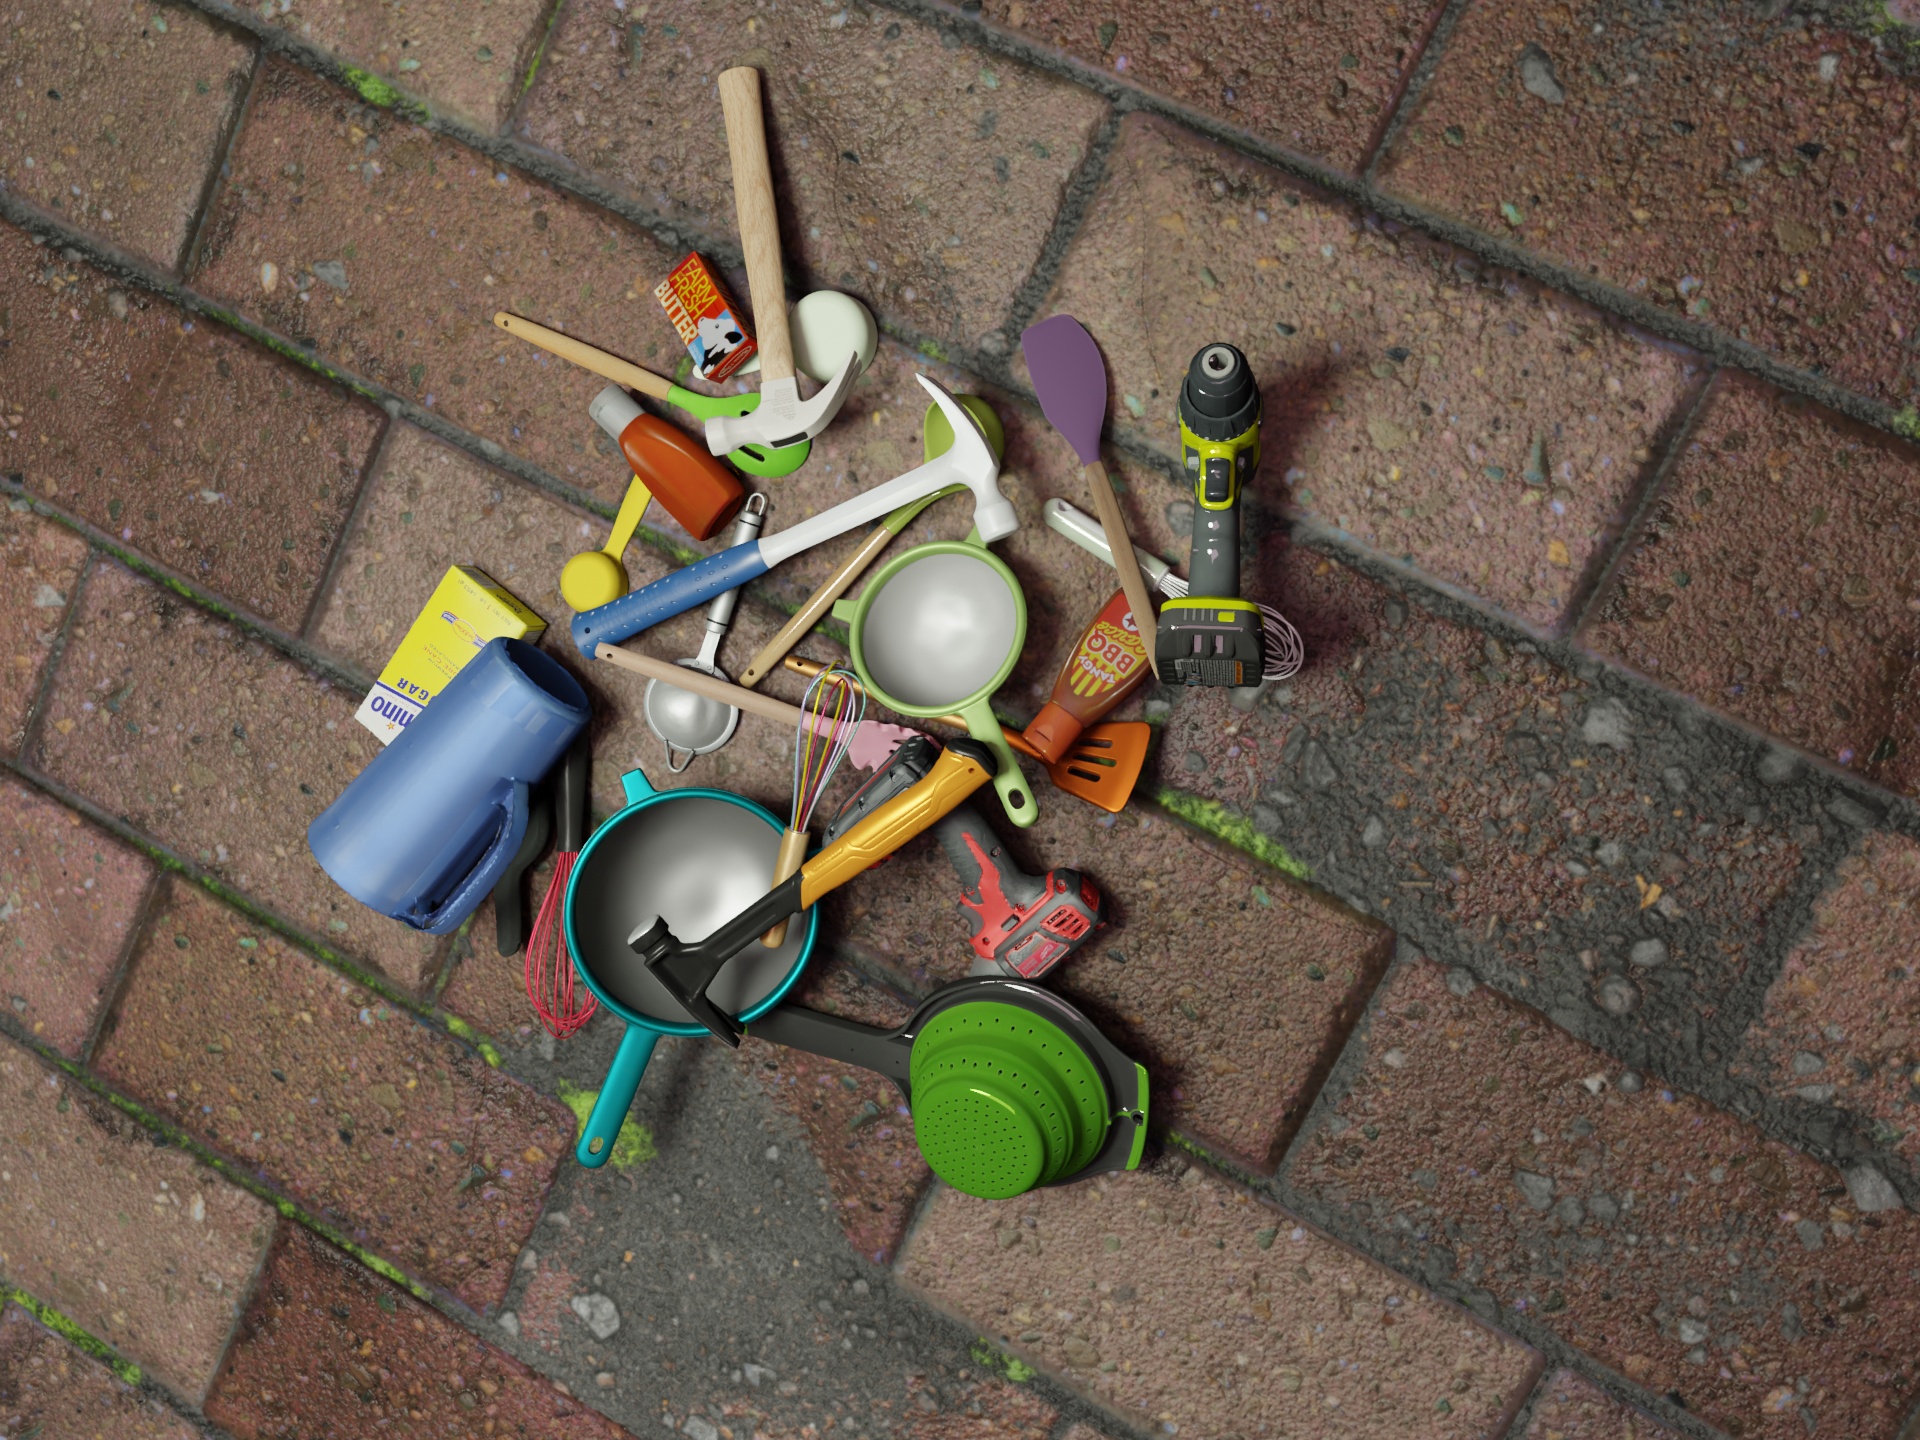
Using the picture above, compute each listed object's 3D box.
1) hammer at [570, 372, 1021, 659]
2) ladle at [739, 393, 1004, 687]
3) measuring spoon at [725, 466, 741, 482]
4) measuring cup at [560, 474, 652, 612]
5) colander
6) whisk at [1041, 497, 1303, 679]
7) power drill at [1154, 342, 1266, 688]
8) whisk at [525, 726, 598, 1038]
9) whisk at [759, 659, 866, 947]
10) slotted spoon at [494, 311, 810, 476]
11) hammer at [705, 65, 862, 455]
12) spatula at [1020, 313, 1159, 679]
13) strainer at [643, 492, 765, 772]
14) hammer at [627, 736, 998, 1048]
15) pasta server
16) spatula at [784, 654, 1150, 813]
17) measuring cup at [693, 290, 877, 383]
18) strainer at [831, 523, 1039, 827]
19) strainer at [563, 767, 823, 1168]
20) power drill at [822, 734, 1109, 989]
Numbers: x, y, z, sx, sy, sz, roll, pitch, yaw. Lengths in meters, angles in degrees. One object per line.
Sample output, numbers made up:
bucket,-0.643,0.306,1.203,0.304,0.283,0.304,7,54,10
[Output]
hammer,-0.154,-0.148,1.312,0.405,0.035,0.144,-21,87,21
ladle,-0.083,-0.143,1.327,0.320,0.062,0.078,-45,74,14
measuring spoon,-0.237,-0.235,1.384,0.117,0.011,0.021,32,125,12
measuring cup,-0.303,-0.164,1.394,0.062,0.029,0.156,29,100,10
colander,-0.047,0.303,1.316,0.397,0.094,0.204,11,116,19
whisk,0.168,-0.110,1.279,0.246,0.058,0.059,34,132,13
power drill,0.187,-0.150,1.169,0.080,0.190,0.228,2,80,10
whisk,-0.348,0.136,1.416,0.073,0.073,0.296,1,89,13
whisk,-0.125,0.069,1.300,0.051,0.047,0.245,12,99,-12
slotted spoon,-0.273,-0.291,1.379,0.314,0.031,0.070,25,110,12
hammer,-0.160,-0.384,1.306,0.130,0.031,0.331,-9,79,6
spatula,0.116,-0.182,1.271,0.060,0.018,0.316,-19,78,13
strainer,-0.216,-0.074,1.377,0.087,0.050,0.258,19,95,6
hammer,-0.103,0.127,1.257,0.337,0.034,0.127,-37,102,16
pasta server,-0.159,-0.007,1.341,0.316,0.040,0.060,19,109,0
spatula,-0.002,-0.004,1.329,0.323,0.041,0.081,18,76,13
measuring cup,-0.154,-0.314,1.342,0.167,0.038,0.083,-10,92,13
strainer,0.010,-0.023,1.287,0.151,0.069,0.257,-28,69,9
strainer,-0.253,0.214,1.362,0.211,0.095,0.340,22,94,-12
power drill,-0.001,0.131,1.306,0.219,0.078,0.143,43,109,-7
